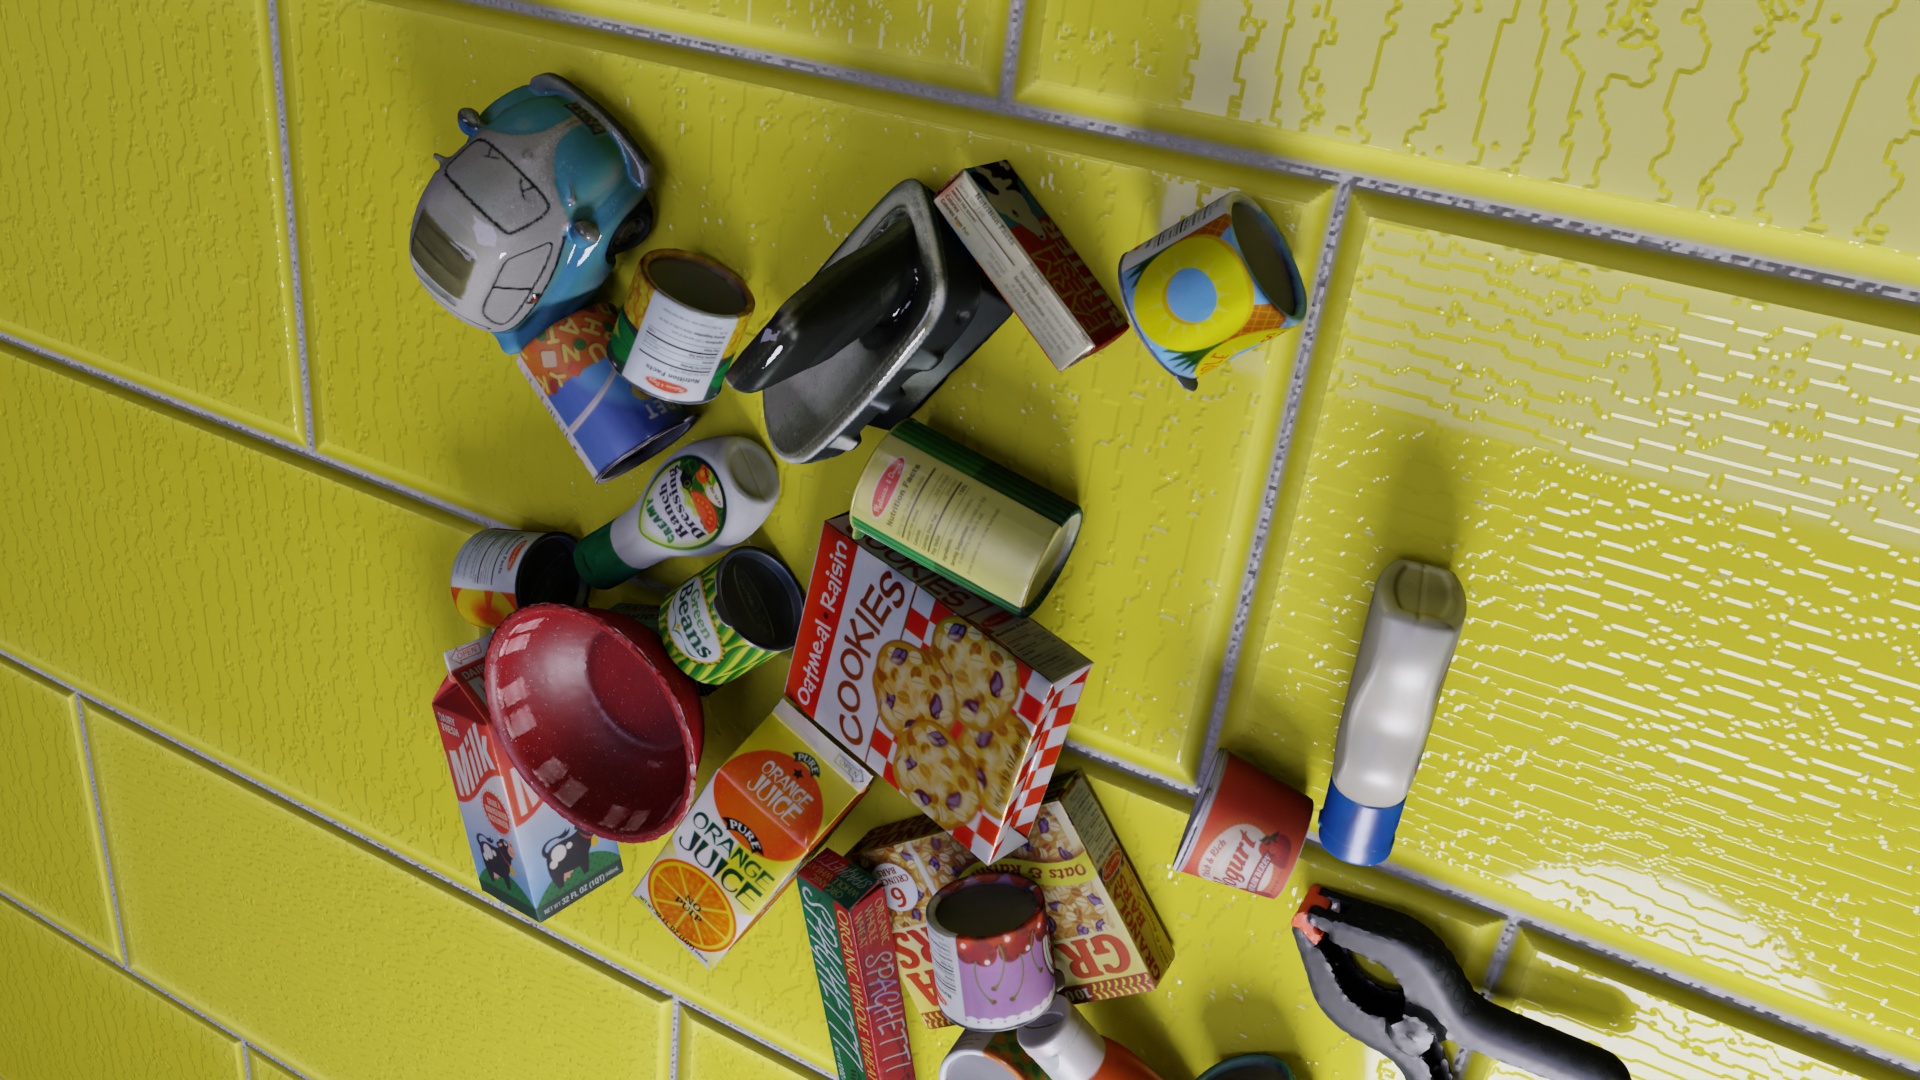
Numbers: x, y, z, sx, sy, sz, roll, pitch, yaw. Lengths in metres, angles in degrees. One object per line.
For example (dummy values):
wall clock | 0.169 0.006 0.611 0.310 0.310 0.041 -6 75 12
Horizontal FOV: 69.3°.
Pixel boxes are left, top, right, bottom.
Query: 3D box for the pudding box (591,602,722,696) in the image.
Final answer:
pudding box | -0.188 0.068 0.875 0.083 0.030 0.049 1 111 28

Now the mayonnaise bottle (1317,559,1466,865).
mayonnaise bottle | 0.201 0.086 0.654 0.041 0.065 0.147 13 120 15

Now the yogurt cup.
yogurt cup | 0.145 0.147 0.707 0.054 0.073 0.072 22 119 10

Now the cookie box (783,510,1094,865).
cookie box | -0.018 0.075 0.756 0.168 0.040 0.122 34 123 30

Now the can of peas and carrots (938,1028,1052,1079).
can of peas and carrots | 0.030 0.319 0.843 0.071 0.059 0.070 11 115 25

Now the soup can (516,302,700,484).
soup can | -0.202 -0.086 0.799 0.071 0.072 0.083 -32 93 34

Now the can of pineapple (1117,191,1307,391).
can of pineapple | 0.113 -0.111 0.616 0.057 0.071 0.071 -27 96 34

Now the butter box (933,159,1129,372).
butter box | 0.034 -0.131 0.658 0.024 0.053 0.103 -36 91 32

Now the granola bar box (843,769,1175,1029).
granola bar box | 0.025 0.213 0.814 0.165 0.039 0.124 -23 97 33

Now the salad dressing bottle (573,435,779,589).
salad dressing bottle | -0.172 -0.012 0.824 0.147 0.044 0.064 -27 87 34

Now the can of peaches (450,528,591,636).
can of peaches | -0.279 0.027 0.887 0.058 0.071 0.071 3 112 27

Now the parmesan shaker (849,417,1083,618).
parmesan shaker | 0.003 -0.009 0.717 0.103 0.071 0.071 29 121 15

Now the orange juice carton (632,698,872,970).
orange juice carton | -0.122 0.175 0.853 0.072 0.073 0.191 42 126 7

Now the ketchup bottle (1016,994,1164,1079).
ketchup bottle | 0.088 0.320 0.796 0.064 0.044 0.148 -24 115 33

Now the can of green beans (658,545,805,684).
can of green beans | -0.134 0.044 0.814 0.057 0.071 0.071 -30 94 35

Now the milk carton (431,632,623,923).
milk carton | -0.293 0.149 0.932 0.073 0.072 0.189 10 115 40

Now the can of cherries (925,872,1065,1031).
can of cherries | 0.019 0.222 0.758 0.071 0.072 0.058 2 109 28

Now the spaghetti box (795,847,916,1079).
spaghetti box | -0.059 0.299 0.869 0.050 0.029 0.248 22 131 39

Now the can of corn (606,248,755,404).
can of corn | -0.153 -0.119 0.759 0.071 0.071 0.058 37 122 10

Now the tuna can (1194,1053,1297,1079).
tuna can | 0.161 0.316 0.768 0.071 0.071 0.032 -17 101 33
